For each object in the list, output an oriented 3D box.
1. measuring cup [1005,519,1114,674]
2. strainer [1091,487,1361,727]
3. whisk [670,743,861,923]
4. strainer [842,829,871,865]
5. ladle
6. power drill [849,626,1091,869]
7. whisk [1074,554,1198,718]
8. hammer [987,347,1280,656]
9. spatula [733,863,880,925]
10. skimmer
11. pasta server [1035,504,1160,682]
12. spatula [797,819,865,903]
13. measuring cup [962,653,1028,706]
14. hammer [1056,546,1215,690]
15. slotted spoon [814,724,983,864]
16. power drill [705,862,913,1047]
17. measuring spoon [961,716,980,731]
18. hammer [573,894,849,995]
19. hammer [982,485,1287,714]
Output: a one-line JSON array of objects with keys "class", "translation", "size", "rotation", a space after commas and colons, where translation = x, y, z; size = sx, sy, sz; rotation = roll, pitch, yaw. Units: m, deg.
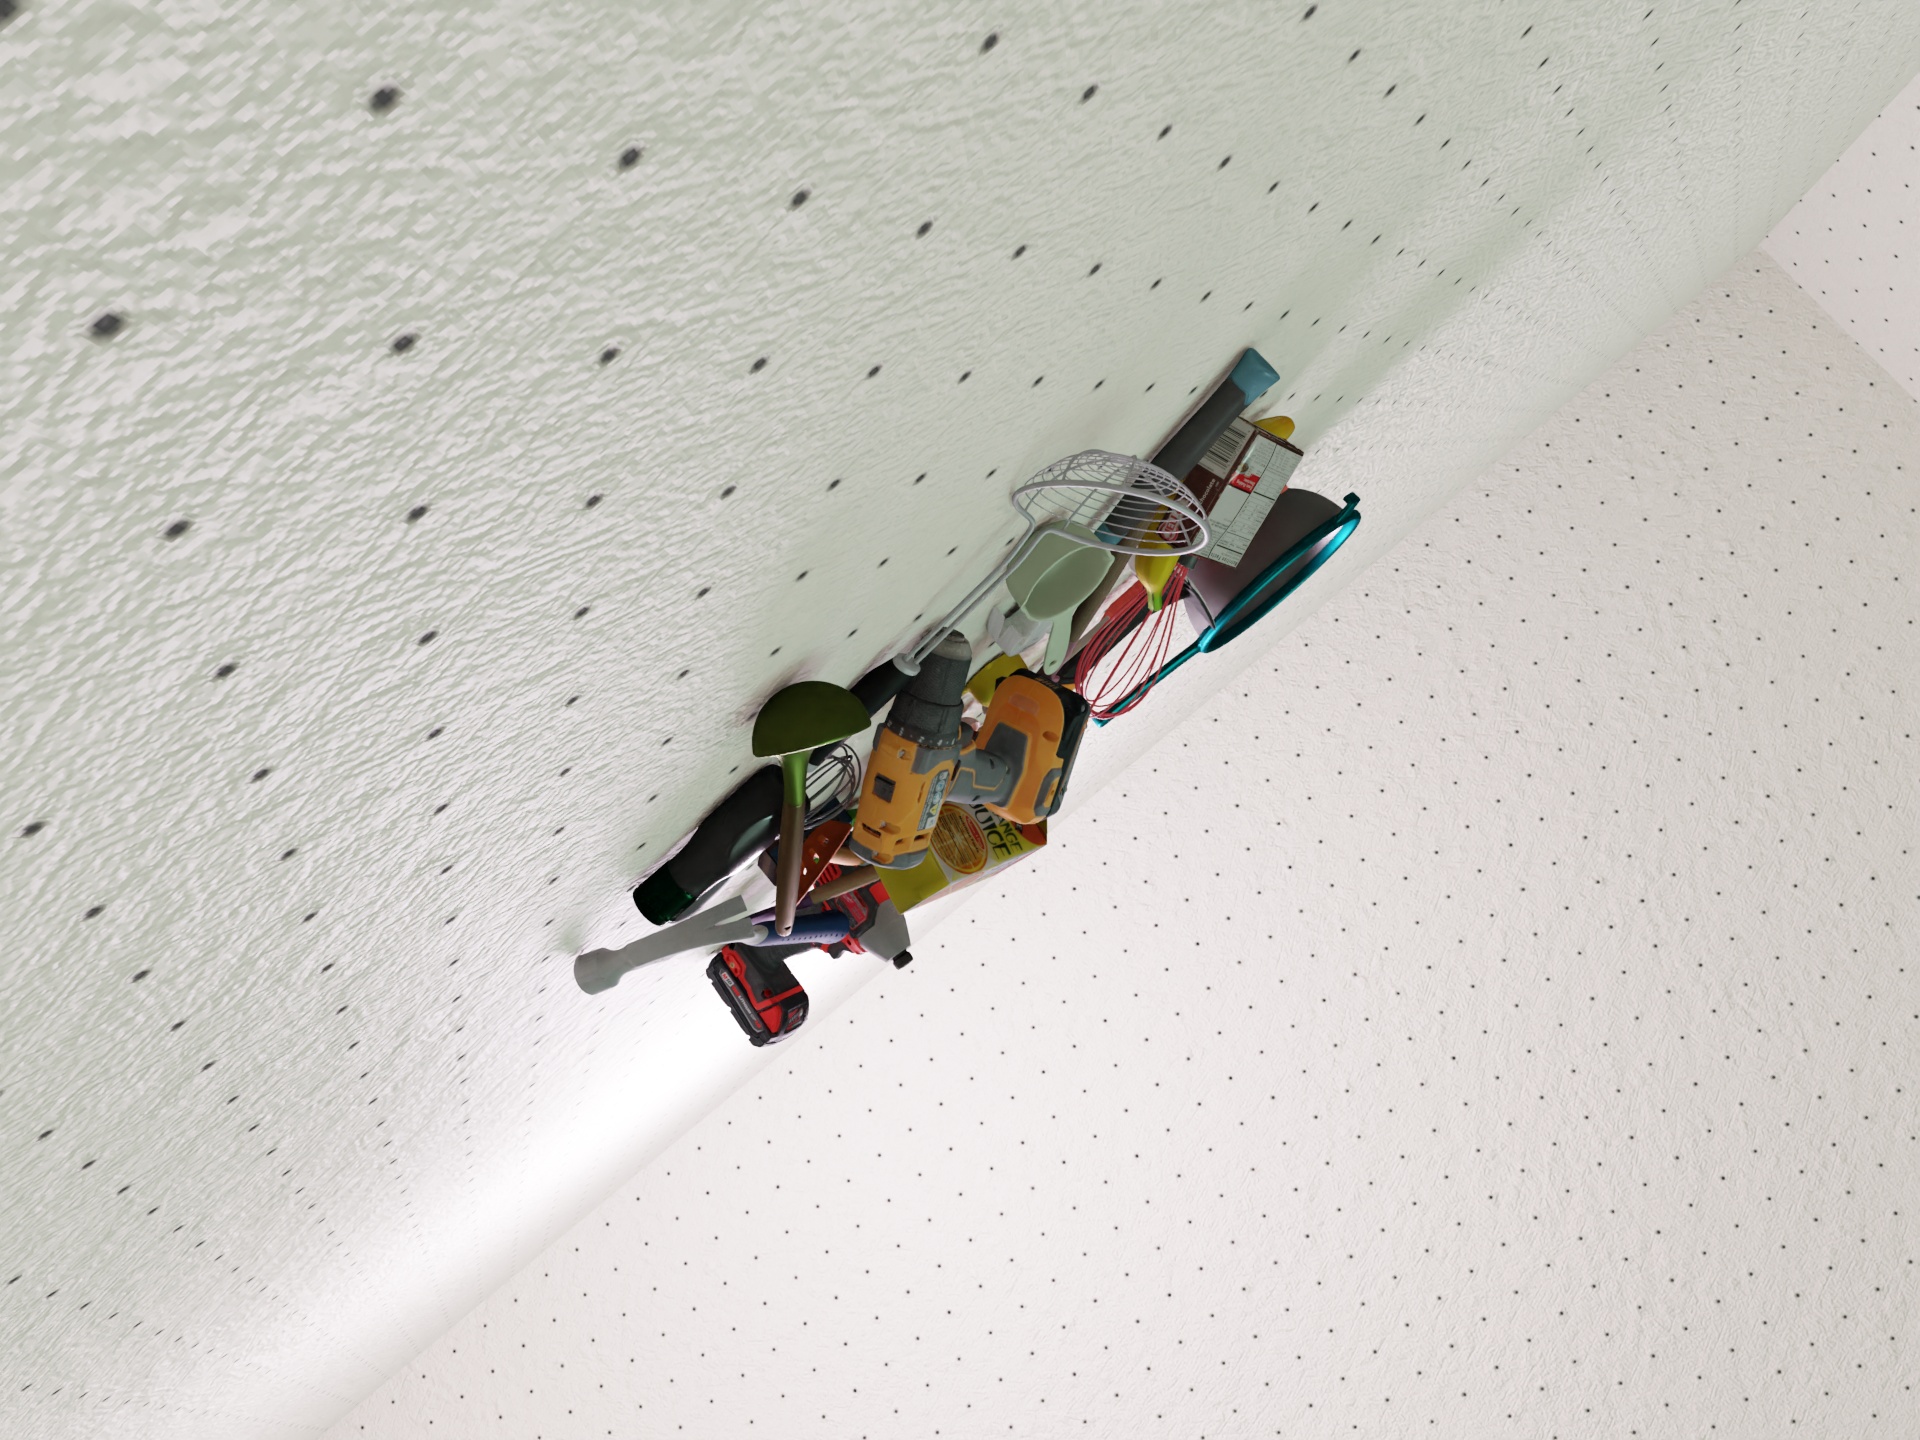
[{"class": "measuring cup", "translation": [0.066, -0.089, 1.190], "size": [0.083, 0.038, 0.167], "rotation": [-29, 156, -17]}, {"class": "strainer", "translation": [0.249, -0.130, 1.625], "size": [0.340, 0.095, 0.211], "rotation": [-38, 170, 1]}, {"class": "whisk", "translation": [-0.160, 0.095, 1.249], "size": [0.239, 0.055, 0.055], "rotation": [-41, 171, 28]}, {"class": "strainer", "translation": [-0.042, 0.087, 1.618], "size": [0.258, 0.050, 0.087], "rotation": [-34, -169, -23]}, {"class": "ladle", "translation": [-0.113, 0.079, 1.115], "size": [0.078, 0.062, 0.320], "rotation": [-17, 148, -21]}, {"class": "power drill", "translation": [0.012, 0.010, 1.248], "size": [0.226, 0.084, 0.185], "rotation": [-11, 122, -54]}, {"class": "whisk", "translation": [0.185, -0.122, 1.400], "size": [0.295, 0.073, 0.073], "rotation": [-60, 164, 17]}, {"class": "hammer", "translation": [0.128, -0.159, 1.218], "size": [0.128, 0.033, 0.331], "rotation": [-30, 166, -50]}, {"class": "spatula", "translation": [-0.121, 0.162, 1.545], "size": [0.316, 0.018, 0.059], "rotation": [-22, 171, 1]}, {"class": "skimmer", "translation": [0.009, -0.054, 1.073], "size": [0.127, 0.090, 0.363], "rotation": [21, 128, -41]}, {"class": "pasta server", "translation": [0.113, -0.088, 1.362], "size": [0.060, 0.040, 0.316], "rotation": [-78, -168, -45]}, {"class": "spatula", "translation": [-0.107, 0.122, 1.395], "size": [0.081, 0.041, 0.322], "rotation": [-54, 172, -2]}, {"class": "measuring cup", "translation": [-0.002, -0.005, 1.433], "size": [0.156, 0.029, 0.062], "rotation": [-40, 171, 2]}, {"class": "hammer", "translation": [0.087, -0.023, 1.506], "size": [0.337, 0.034, 0.127], "rotation": [-41, 137, 11]}, {"class": "slotted spoon", "translation": [-0.047, 0.061, 1.581], "size": [0.314, 0.031, 0.070], "rotation": [-34, 169, -42]}, {"class": "power drill", "translation": [-0.151, 0.242, 1.669], "size": [0.219, 0.143, 0.078], "rotation": [-41, 168, 23]}, {"class": "measuring spoon", "translation": [-0.031, 0.021, 1.507], "size": [0.124, 0.018, 0.034], "rotation": [-23, 156, -39]}, {"class": "hammer", "translation": [-0.181, 0.191, 1.416], "size": [0.144, 0.035, 0.405], "rotation": [-22, 170, 13]}, {"class": "hammer", "translation": [0.172, -0.119, 1.560], "size": [0.359, 0.037, 0.149], "rotation": [-42, 170, 15]}]
